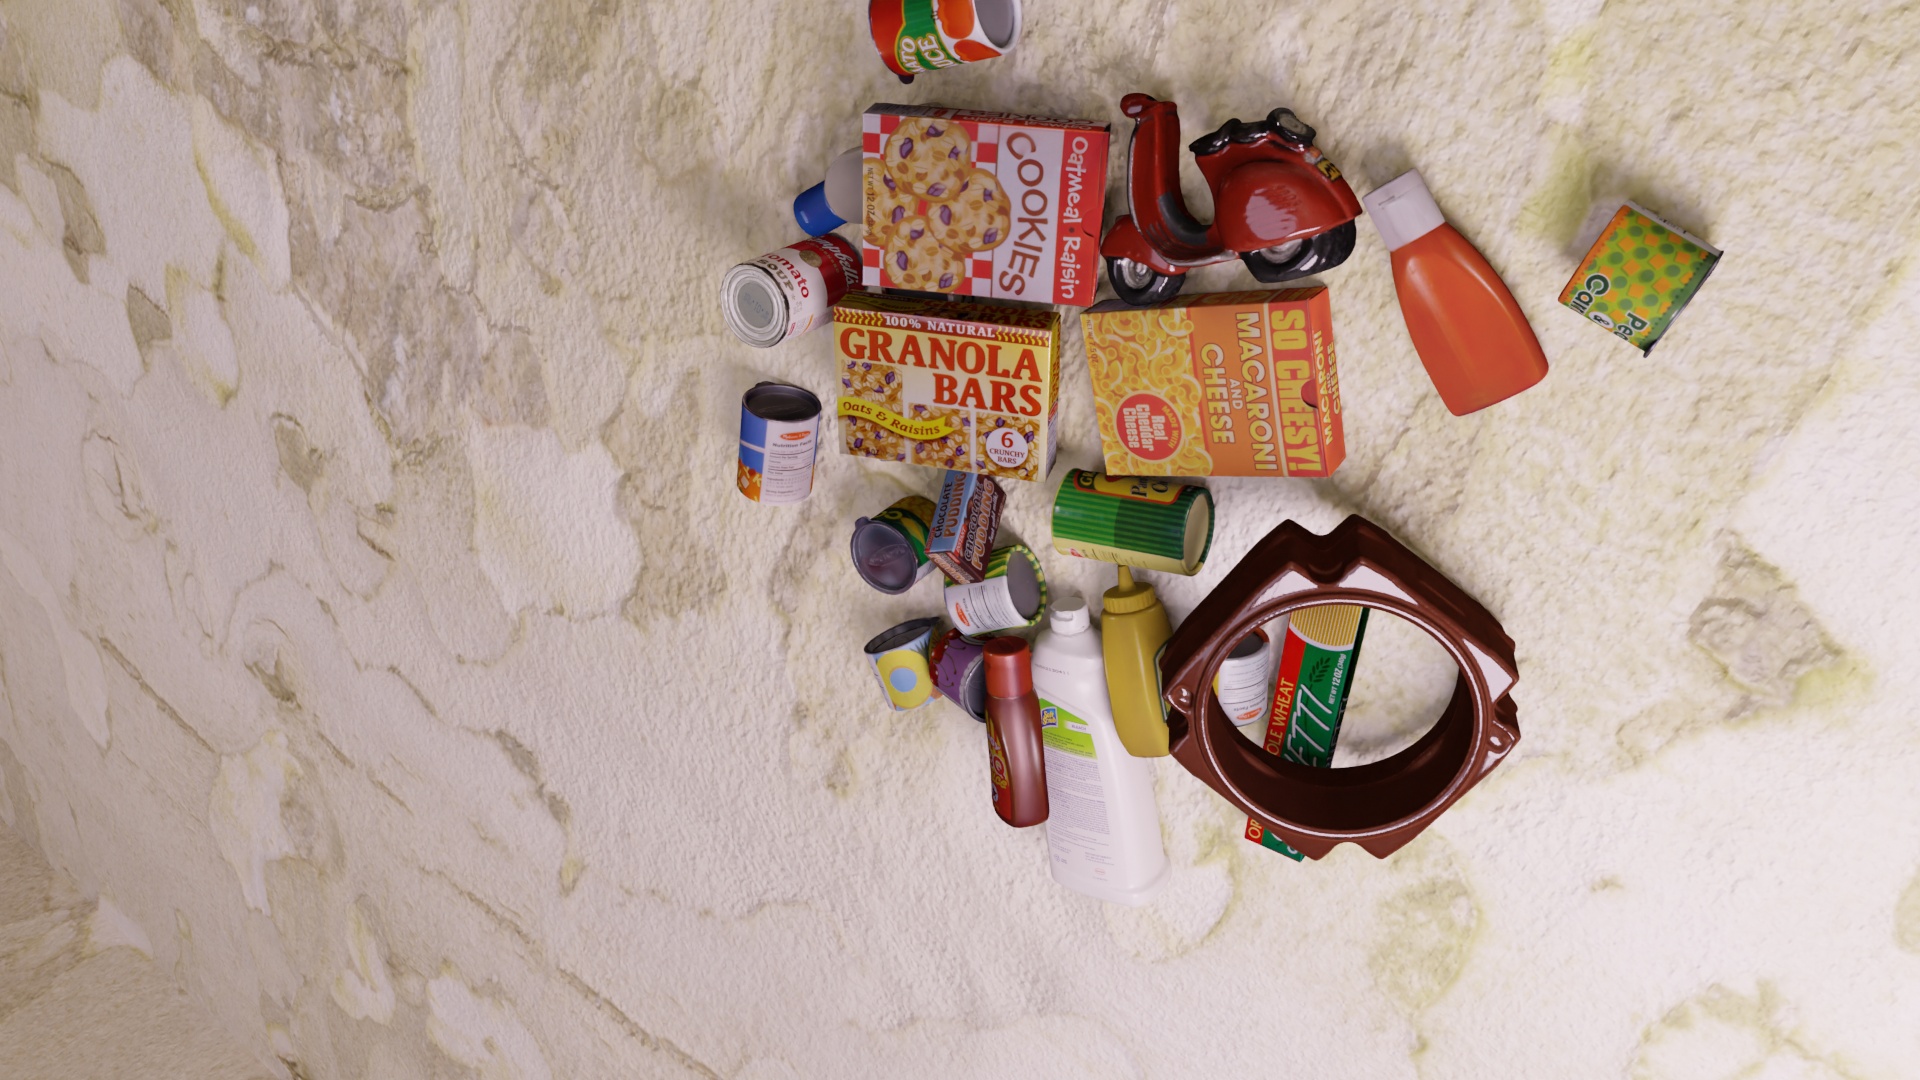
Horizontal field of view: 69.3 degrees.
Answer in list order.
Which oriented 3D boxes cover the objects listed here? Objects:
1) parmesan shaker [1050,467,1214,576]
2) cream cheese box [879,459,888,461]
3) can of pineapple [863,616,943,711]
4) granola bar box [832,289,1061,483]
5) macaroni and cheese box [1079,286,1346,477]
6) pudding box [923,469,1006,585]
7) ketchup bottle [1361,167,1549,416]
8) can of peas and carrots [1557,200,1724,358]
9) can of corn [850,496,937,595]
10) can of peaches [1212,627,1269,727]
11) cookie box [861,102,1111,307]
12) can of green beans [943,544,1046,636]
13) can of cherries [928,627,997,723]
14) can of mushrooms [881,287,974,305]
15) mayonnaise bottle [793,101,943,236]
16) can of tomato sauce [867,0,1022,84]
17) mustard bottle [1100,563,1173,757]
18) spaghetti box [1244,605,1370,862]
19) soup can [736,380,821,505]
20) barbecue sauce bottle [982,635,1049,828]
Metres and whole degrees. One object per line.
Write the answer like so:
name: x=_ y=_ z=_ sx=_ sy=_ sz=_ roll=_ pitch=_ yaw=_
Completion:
parmesan shaker: x=0.128 y=-0.014 z=1.017 sx=0.103 sy=0.072 sz=0.071 roll=10 pitch=118 yaw=29
cream cheese box: x=-0.024 y=-0.090 z=1.109 sx=0.104 sy=0.024 sz=0.053 roll=4 pitch=114 yaw=33
can of pineapple: x=-0.041 y=0.106 z=1.193 sx=0.071 sy=0.071 sz=0.057 roll=-12 pitch=106 yaw=38
granola bar box: x=-0.010 y=-0.116 z=1.037 sx=0.165 sy=0.039 sz=0.123 roll=9 pitch=121 yaw=15
macaroni and cheese box: x=0.172 y=-0.106 z=0.954 sx=0.166 sy=0.040 sz=0.123 roll=2 pitch=115 yaw=34
pudding box: x=0.004 y=-0.014 z=1.082 sx=0.030 sy=0.084 sz=0.049 roll=-6 pitch=144 yaw=34
ketchup bottle: x=0.295 y=-0.152 z=0.843 sx=0.064 sy=0.044 sz=0.148 roll=-26 pitch=97 yaw=39
can of peas and carrots: x=0.376 y=-0.145 z=0.774 sx=0.059 sy=0.071 sz=0.070 roll=36 pitch=129 yaw=15
can of corn: x=-0.049 y=0.001 z=1.150 sx=0.071 sy=0.058 sz=0.070 roll=16 pitch=121 yaw=28
can of peaches: x=0.193 y=0.096 z=1.026 sx=0.071 sy=0.071 sz=0.057 roll=12 pitch=120 yaw=30
cookie box: x=0.016 y=-0.232 z=0.964 sx=0.167 sy=0.040 sz=0.122 roll=7 pitch=119 yaw=9
can of green beans: x=0.028 y=0.040 z=1.108 sx=0.057 sy=0.071 sz=0.071 roll=-13 pitch=105 yaw=32
can of cherries: x=0.017 y=0.106 z=1.144 sx=0.058 sy=0.072 sz=0.071 roll=30 pitch=132 yaw=53
can of mushrooms: x=-0.025 y=-0.188 z=1.054 sx=0.071 sy=0.033 sz=0.070 roll=15 pitch=120 yaw=28
mayonnaise bottle: x=-0.063 y=-0.269 z=1.035 sx=0.147 sy=0.041 sz=0.064 roll=-16 pitch=106 yaw=40
can of tomato sauce: x=-0.010 y=-0.352 z=0.937 sx=0.083 sy=0.071 sz=0.071 roll=0 pitch=113 yaw=34
mustard bottle: x=0.137 y=0.084 z=1.061 sx=0.049 sy=0.065 sz=0.159 roll=-4 pitch=106 yaw=35
spaghetti box: x=0.255 y=0.130 z=1.024 sx=0.050 sy=0.029 sz=0.248 roll=20 pitch=123 yaw=26
soup can: x=-0.156 y=-0.082 z=1.179 sx=0.071 sy=0.072 sz=0.083 roll=26 pitch=126 yaw=22
barbecue sauce bottle: x=0.042 y=0.150 z=1.102 sx=0.065 sy=0.044 sz=0.148 roll=-132 pitch=34 yaw=-65
